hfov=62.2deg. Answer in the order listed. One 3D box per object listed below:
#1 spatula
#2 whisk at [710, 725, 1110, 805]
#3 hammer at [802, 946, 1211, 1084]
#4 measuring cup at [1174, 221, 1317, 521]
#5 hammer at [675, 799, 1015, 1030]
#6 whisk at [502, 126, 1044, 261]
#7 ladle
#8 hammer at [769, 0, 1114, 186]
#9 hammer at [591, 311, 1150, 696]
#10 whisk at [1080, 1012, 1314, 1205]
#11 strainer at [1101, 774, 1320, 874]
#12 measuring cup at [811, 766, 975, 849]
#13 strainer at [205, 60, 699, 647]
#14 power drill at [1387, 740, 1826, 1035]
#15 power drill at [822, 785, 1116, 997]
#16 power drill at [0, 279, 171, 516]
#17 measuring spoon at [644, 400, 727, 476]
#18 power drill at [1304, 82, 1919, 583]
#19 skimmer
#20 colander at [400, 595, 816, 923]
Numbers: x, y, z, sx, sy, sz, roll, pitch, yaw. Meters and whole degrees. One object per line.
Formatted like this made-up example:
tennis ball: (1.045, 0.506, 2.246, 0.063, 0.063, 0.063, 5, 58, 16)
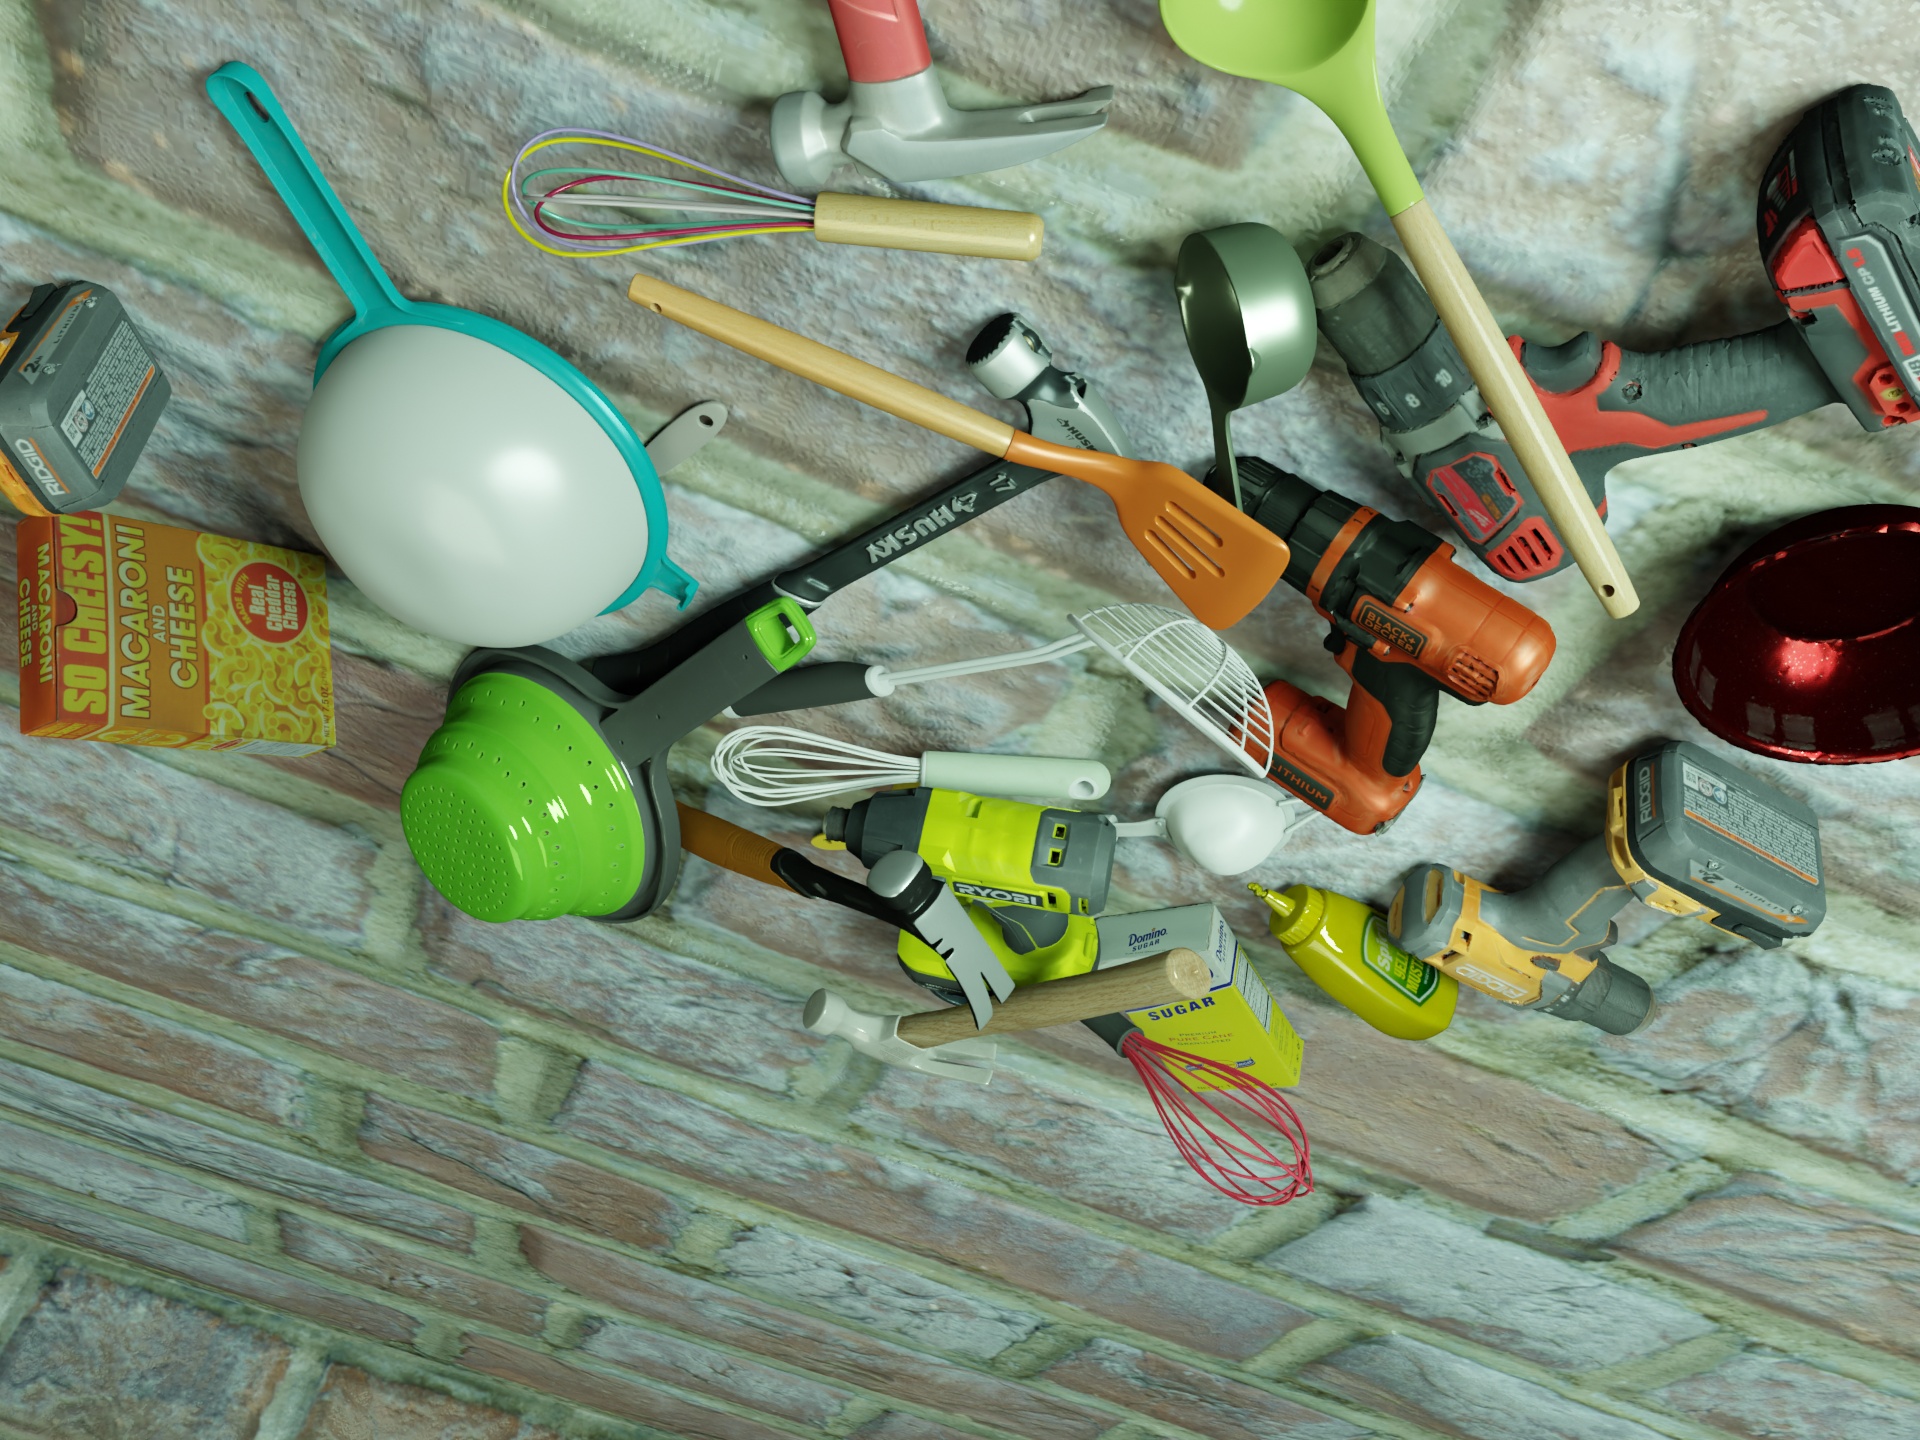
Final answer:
spatula: (-0.002, -0.131, 0.735, 0.322, 0.041, 0.081, 21, 151, -8)
whisk: (-0.030, 0.030, 0.978, 0.246, 0.059, 0.057, 3, 125, -2)
hammer: (0.036, 0.190, 1.031, 0.130, 0.031, 0.331, 30, 148, -27)
measuring cup: (0.132, -0.141, 0.708, 0.038, 0.083, 0.167, -19, 131, -5)
hammer: (-0.109, 0.093, 0.984, 0.337, 0.034, 0.127, 15, 147, 47)
whisk: (-0.085, -0.224, 0.712, 0.245, 0.047, 0.051, 7, 155, 4)
ladle: (0.178, -0.168, 0.605, 0.078, 0.062, 0.320, -20, 108, 46)
hammer: (-0.047, -0.364, 0.535, 0.143, 0.038, 0.385, -1, 138, 17)
hammer: (-0.073, -0.078, 0.887, 0.409, 0.036, 0.149, -24, 128, 38)
whisk: (0.125, 0.224, 1.050, 0.296, 0.073, 0.073, 34, 163, 49)
strainer: (0.101, 0.071, 1.007, 0.258, 0.050, 0.086, -2, 136, 25)
measuring cup: (-0.049, 0.062, 1.059, 0.062, 0.029, 0.156, 34, 148, -29)
strainer: (-0.290, -0.152, 0.807, 0.211, 0.095, 0.340, 0, 136, 26)
power drill: (0.393, 0.116, 0.937, 0.185, 0.084, 0.226, 26, 144, -14)
power drill: (0.011, 0.109, 1.006, 0.171, 0.080, 0.223, 8, 155, 10)
power drill: (-0.555, -0.171, 0.852, 0.226, 0.164, 0.084, -6, 138, 5)
measuring spoon: (-0.166, -0.137, 0.857, 0.034, 0.018, 0.124, 38, 136, -26)
power drill: (0.271, -0.161, 0.650, 0.226, 0.080, 0.187, -22, 125, 41)
skimmer: (-0.001, -0.003, 0.882, 0.363, 0.090, 0.127, -7, 154, 34)
colander: (-0.230, 0.031, 0.950, 0.397, 0.094, 0.204, -29, 96, 42)
